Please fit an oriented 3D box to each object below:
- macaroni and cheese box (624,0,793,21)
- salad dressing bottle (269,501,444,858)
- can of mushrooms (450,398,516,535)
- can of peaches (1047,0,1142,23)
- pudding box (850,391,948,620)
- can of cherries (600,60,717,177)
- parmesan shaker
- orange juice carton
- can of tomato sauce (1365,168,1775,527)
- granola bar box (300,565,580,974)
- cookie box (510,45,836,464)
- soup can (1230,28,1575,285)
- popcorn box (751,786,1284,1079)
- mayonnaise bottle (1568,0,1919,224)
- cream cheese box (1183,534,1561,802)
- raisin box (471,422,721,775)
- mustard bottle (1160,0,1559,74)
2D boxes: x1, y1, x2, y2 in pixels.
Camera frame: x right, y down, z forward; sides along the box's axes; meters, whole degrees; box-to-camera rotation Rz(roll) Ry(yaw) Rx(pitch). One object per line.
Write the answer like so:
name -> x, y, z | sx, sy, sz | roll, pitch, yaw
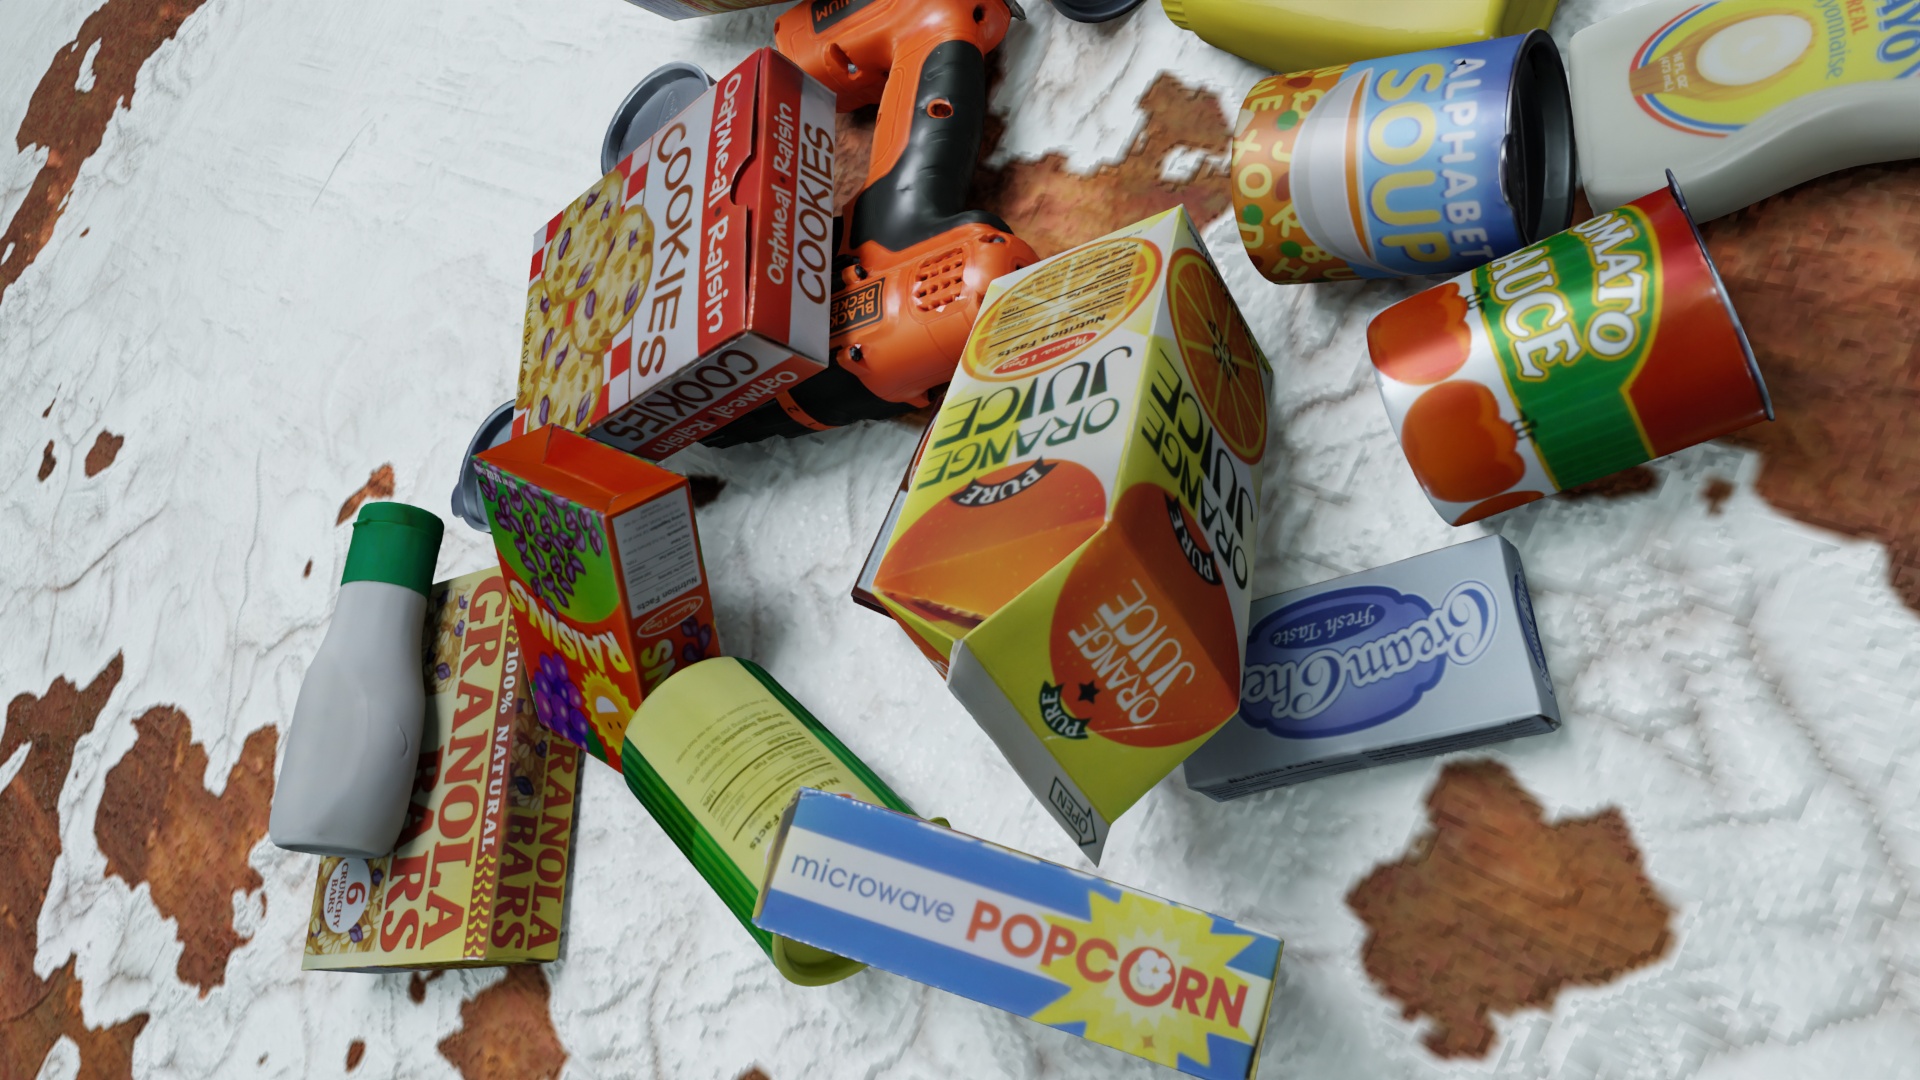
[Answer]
macaroni and cheese box -> -0.095, -0.296, 0.602 | 0.166, 0.040, 0.123 | 24, 100, 54
salad dressing bottle -> -0.251, 0.057, 0.589 | 0.064, 0.044, 0.148 | -12, 64, 34
can of mushrooms -> -0.201, -0.029, 0.644 | 0.071, 0.033, 0.071 | -13, 66, 31
can of peaches -> 0.042, -0.243, 0.533 | 0.071, 0.071, 0.058 | -46, 51, 12
pudding box -> 0.002, -0.006, 0.493 | 0.050, 0.030, 0.084 | 20, 84, 40
can of cherries -> -0.116, -0.171, 0.625 | 0.071, 0.058, 0.072 | -14, 63, 31
parmesan shaker -> -0.061, 0.092, 0.478 | 0.103, 0.071, 0.071 | 36, 95, 40
orange juice carton -> 0.036, -0.008, 0.392 | 0.073, 0.071, 0.194 | -17, 35, 30
can of tomato sauce -> 0.160, -0.049, 0.372 | 0.083, 0.071, 0.071 | -23, 60, 28
granola bar box -> -0.220, 0.100, 0.603 | 0.124, 0.039, 0.166 | -14, 64, 32
cookie box -> -0.117, -0.098, 0.549 | 0.167, 0.040, 0.123 | -22, 60, 40
soup can -> 0.131, -0.112, 0.417 | 0.083, 0.071, 0.071 | 2, 74, 37
popcorn box -> 0.015, 0.103, 0.372 | 0.127, 0.085, 0.038 | 17, 78, 6
mayonnaise bottle -> 0.242, -0.127, 0.363 | 0.148, 0.041, 0.065 | -10, 65, 33
cream cheese box -> 0.112, 0.039, 0.401 | 0.103, 0.024, 0.053 | -19, 63, 29
raisin box -> -0.133, 0.026, 0.526 | 0.086, 0.040, 0.122 | 19, 126, 37
mustard bottle -> 0.118, -0.190, 0.472 | 0.160, 0.049, 0.065 | 26, 89, 40
